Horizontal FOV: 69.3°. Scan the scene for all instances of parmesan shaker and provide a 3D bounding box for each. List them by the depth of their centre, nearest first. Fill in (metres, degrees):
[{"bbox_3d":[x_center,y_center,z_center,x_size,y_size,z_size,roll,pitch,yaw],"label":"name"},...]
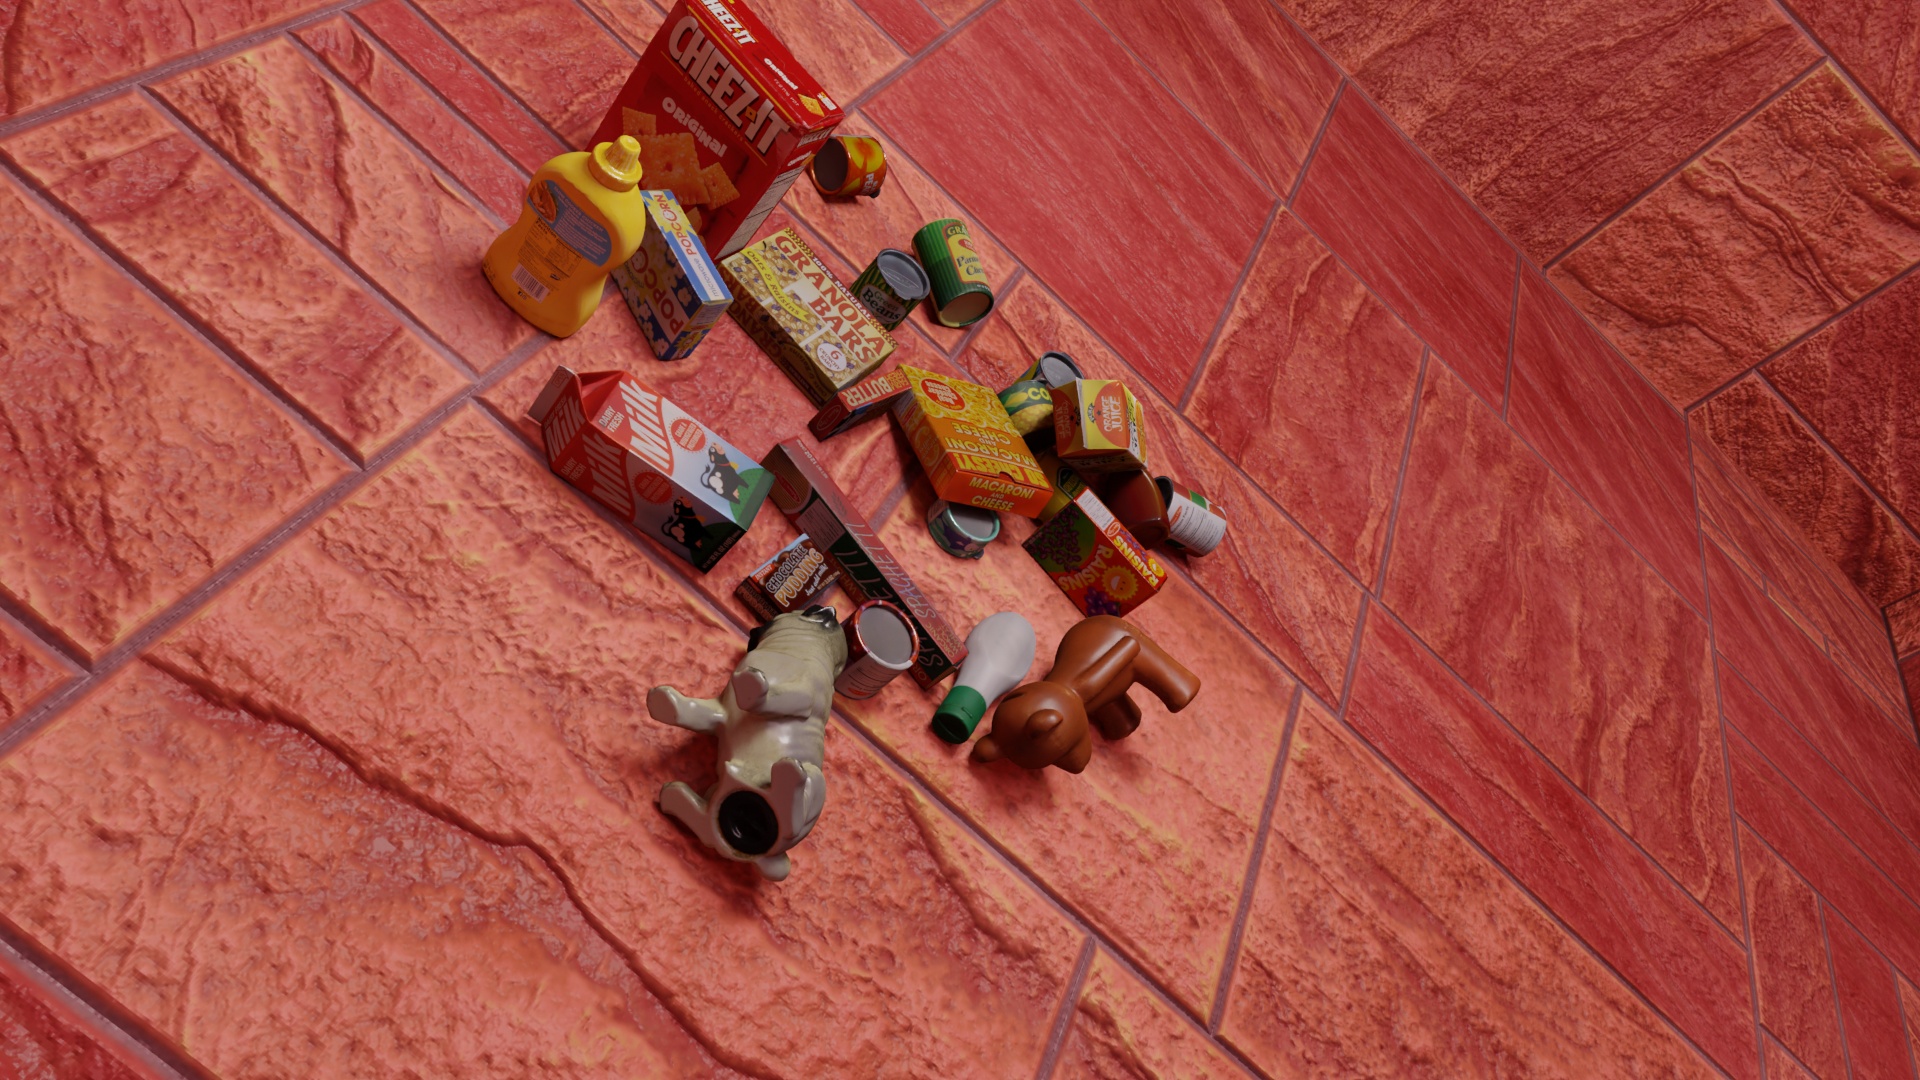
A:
[{"bbox_3d":[-0.007,-0.295,1.539,0.071,0.071,0.103,4,57,-41],"label":"parmesan shaker"}]

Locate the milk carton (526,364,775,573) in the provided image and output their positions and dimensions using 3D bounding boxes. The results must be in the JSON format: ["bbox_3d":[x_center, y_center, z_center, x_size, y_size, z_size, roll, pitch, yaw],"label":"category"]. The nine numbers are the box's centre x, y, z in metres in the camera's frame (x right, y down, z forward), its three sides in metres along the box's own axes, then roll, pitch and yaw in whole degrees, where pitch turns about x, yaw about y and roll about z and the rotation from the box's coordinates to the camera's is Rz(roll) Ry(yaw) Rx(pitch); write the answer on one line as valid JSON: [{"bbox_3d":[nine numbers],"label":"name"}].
[{"bbox_3d":[-0.253,-0.066,1.115,0.190,0.072,0.074,35,41,-15],"label":"milk carton"}]

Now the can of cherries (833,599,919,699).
[{"bbox_3d":[-0.077,0.089,1.162,0.071,0.058,0.072,24,45,-27],"label":"can of cherries"}]

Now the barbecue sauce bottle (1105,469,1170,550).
[{"bbox_3d":[0.188,-0.053,1.525,0.043,0.065,0.149,52,22,-38],"label":"barbecue sauce bottle"}]

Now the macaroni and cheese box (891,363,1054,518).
[{"bbox_3d":[0.007,-0.100,1.377,0.124,0.040,0.167,10,37,-37],"label":"macaroni and cheese box"}]

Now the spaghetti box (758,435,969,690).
[{"bbox_3d":[-0.087,0.020,1.216,0.250,0.050,0.029,51,40,3],"label":"spaghetti box"}]

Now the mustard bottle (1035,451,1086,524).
[{"bbox_3d":[0.128,-0.020,1.449,0.160,0.048,0.065,45,35,-4],"label":"mustard bottle"}]

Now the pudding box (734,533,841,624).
[{"bbox_3d":[-0.144,0.035,1.166,0.049,0.030,0.084,48,39,1],"label":"pudding box"}]

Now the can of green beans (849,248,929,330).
[{"bbox_3d":[-0.075,-0.262,1.453,0.071,0.057,0.071,25,44,-27],"label":"can of green beans"}]

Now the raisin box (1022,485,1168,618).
[{"bbox_3d":[0.135,0.020,1.394,0.123,0.085,0.040,48,37,-1],"label":"raisin box"}]

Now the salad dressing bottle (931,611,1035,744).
[{"bbox_3d":[0.020,0.121,1.238,0.064,0.043,0.148,44,40,-6],"label":"salad dressing bottle"}]

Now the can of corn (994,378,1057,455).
[{"bbox_3d":[0.072,-0.129,1.470,0.071,0.071,0.058,-1,61,-43],"label":"can of corn"}]

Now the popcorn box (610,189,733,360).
[{"bbox_3d":[-0.263,-0.236,1.236,0.038,0.085,0.127,-16,71,-48],"label":"popcorn box"}]

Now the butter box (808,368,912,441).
[{"bbox_3d":[-0.095,-0.131,1.330,0.024,0.053,0.104,55,39,4],"label":"butter box"}]

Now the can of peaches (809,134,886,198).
[{"bbox_3d":[-0.123,-0.410,1.525,0.058,0.071,0.071,-15,70,-48],"label":"can of peaches"}]

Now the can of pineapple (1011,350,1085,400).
[{"bbox_3d":[0.098,-0.167,1.536,0.071,0.057,0.071,25,45,-27],"label":"can of pineapple"}]

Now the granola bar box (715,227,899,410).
[{"bbox_3d":[-0.153,-0.221,1.362,0.165,0.039,0.125,47,39,-2],"label":"granola bar box"}]

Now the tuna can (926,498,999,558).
[{"bbox_3d":[0.005,-0.017,1.345,0.071,0.032,0.071,24,45,-26],"label":"tuna can"}]

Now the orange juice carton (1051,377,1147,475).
[{"bbox_3d":[0.142,-0.117,1.432,0.192,0.073,0.072,17,68,-73],"label":"orange juice carton"}]

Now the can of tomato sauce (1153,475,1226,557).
[{"bbox_3d":[0.244,-0.027,1.550,0.083,0.071,0.071,26,44,-27],"label":"can of tomato sauce"}]
